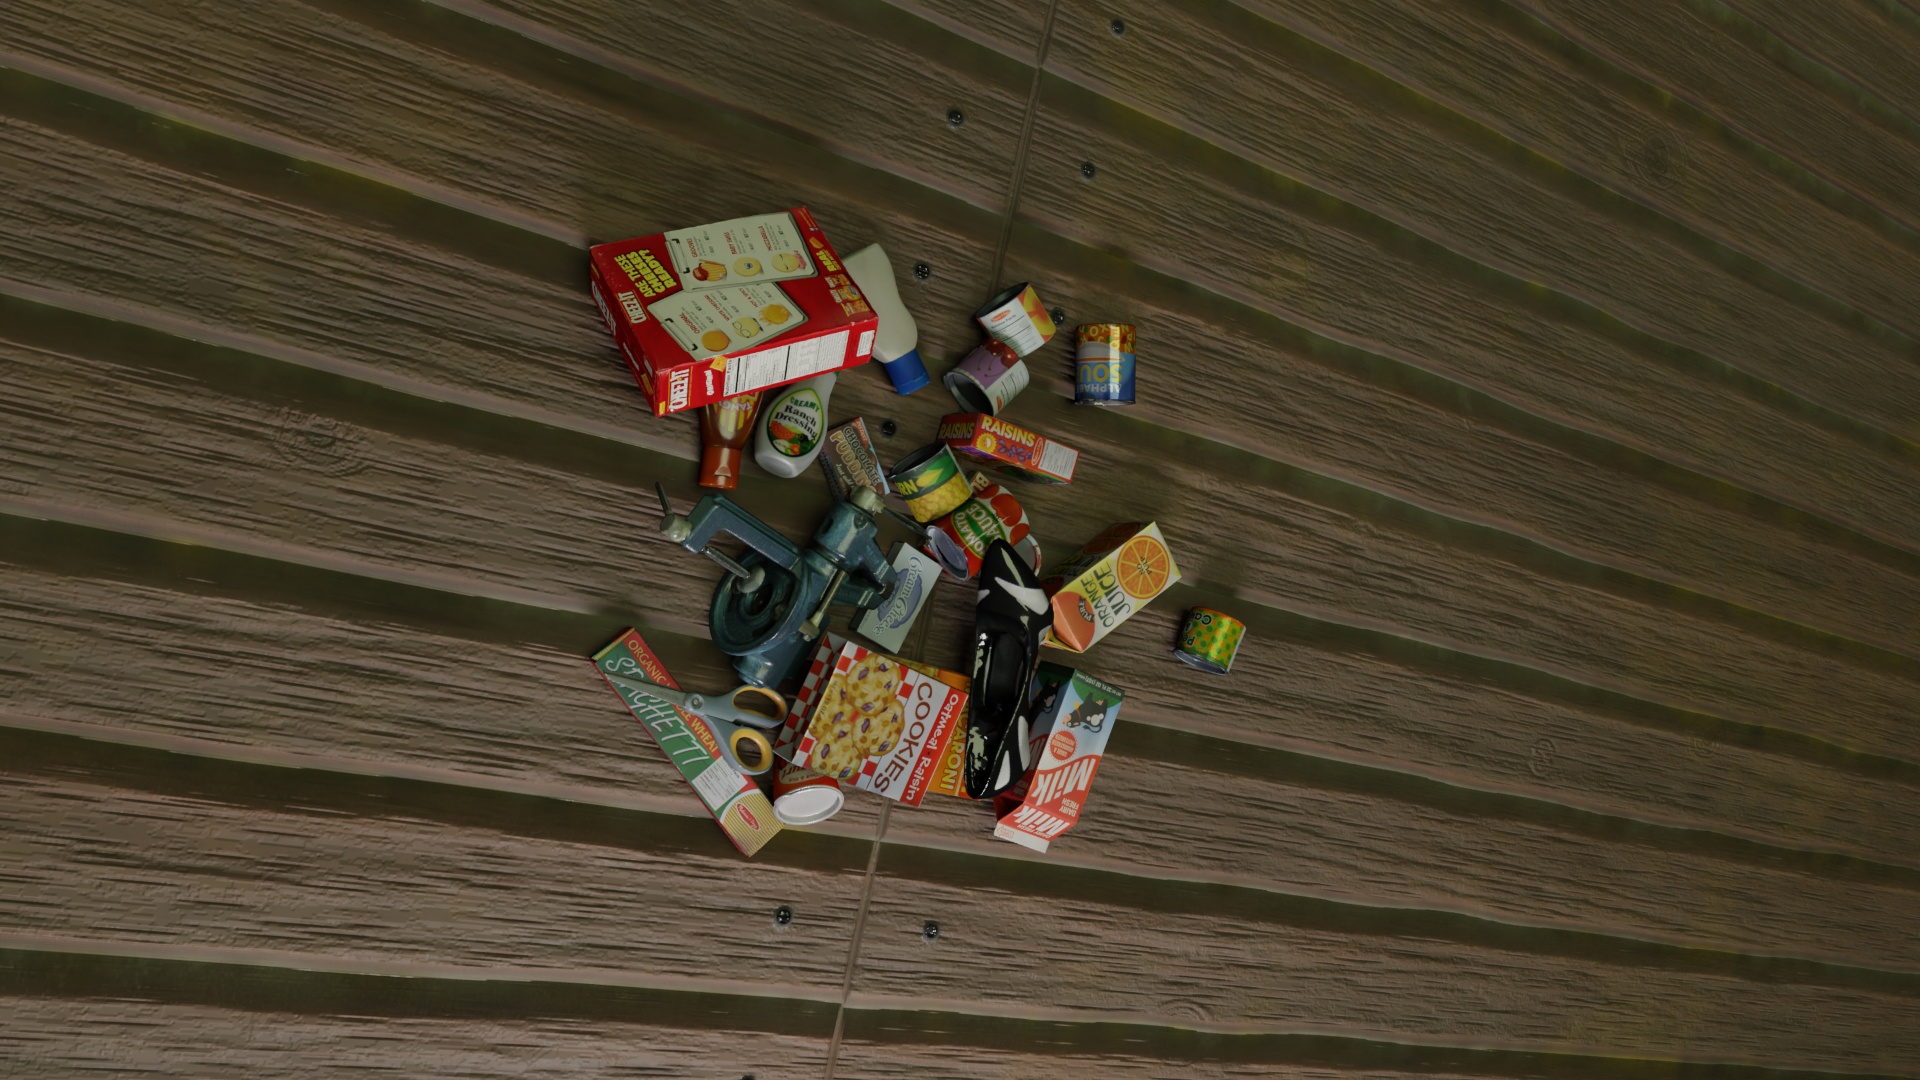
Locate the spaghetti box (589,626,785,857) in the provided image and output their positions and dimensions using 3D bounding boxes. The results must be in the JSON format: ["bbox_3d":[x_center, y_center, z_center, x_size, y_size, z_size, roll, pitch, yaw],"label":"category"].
[{"bbox_3d":[-0.257,0.191,1.314,0.050,0.028,0.249,-40,108,-20],"label":"spaghetti box"}]

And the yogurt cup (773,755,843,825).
[{"bbox_3d":[-0.151,0.235,1.344,0.072,0.072,0.054,7,45,-27],"label":"yogurt cup"}]

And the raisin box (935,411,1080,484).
[{"bbox_3d":[0.048,-0.095,1.431,0.123,0.086,0.040,18,85,-26],"label":"raisin box"}]

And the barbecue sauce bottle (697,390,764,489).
[{"bbox_3d":[-0.221,-0.124,1.317,0.065,0.043,0.148,8,88,-24],"label":"barbecue sauce bottle"}]

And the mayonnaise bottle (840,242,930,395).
[{"bbox_3d":[-0.078,-0.218,1.390,0.065,0.041,0.147,-32,106,-21],"label":"mayonnaise bottle"}]

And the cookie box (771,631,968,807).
[{"bbox_3d":[-0.083,0.173,1.327,0.167,0.040,0.123,29,83,-40],"label":"cookie box"}]

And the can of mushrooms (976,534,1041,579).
[{"bbox_3d":[0.049,0.022,1.464,0.071,0.033,0.071,-1,92,-28],"label":"can of mushrooms"}]

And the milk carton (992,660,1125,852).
[{"bbox_3d":[0.096,0.231,1.470,0.072,0.073,0.191,26,80,-26],"label":"milk carton"}]

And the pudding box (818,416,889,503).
[{"bbox_3d":[-0.109,-0.076,1.382,0.050,0.030,0.083,-25,103,-25],"label":"pudding box"}]

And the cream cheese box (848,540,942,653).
[{"bbox_3d":[-0.065,0.058,1.412,0.053,0.024,0.104,33,77,-25],"label":"cream cheese box"}]

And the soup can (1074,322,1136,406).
[{"bbox_3d":[0.155,-0.189,1.493,0.071,0.071,0.083,0,91,-27],"label":"soup can"}]

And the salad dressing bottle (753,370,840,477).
[{"bbox_3d":[-0.150,-0.133,1.340,0.064,0.044,0.148,26,67,-11],"label":"salad dressing bottle"}]

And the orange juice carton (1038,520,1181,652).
[{"bbox_3d":[0.136,0.058,1.487,0.193,0.072,0.073,-35,106,-22],"label":"orange juice carton"}]

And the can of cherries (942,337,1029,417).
[{"bbox_3d":[0.026,-0.168,1.431,0.058,0.071,0.071,-45,110,-20],"label":"can of cherries"}]

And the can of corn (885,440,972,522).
[{"bbox_3d":[-0.031,-0.058,1.403,0.071,0.071,0.058,-36,107,-21],"label":"can of corn"}]

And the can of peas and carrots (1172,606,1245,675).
[{"bbox_3d":[0.279,0.112,1.565,0.071,0.071,0.059,29,78,-25],"label":"can of peas and carrots"}]

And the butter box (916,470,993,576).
[{"bbox_3d":[0.005,-0.018,1.445,0.053,0.024,0.104,41,74,-21],"label":"butter box"}]

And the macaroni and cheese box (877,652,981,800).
[{"bbox_3d":[-0.044,0.188,1.417,0.166,0.040,0.124,17,83,-26],"label":"macaroni and cheese box"}]

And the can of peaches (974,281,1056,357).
[{"bbox_3d":[0.058,-0.228,1.446,0.071,0.071,0.058,-41,108,-20],"label":"can of peaches"}]

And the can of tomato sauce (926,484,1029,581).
[{"bbox_3d":[0.019,-0.009,1.398,0.083,0.071,0.071,-35,106,-22],"label":"can of tomato sauce"}]
